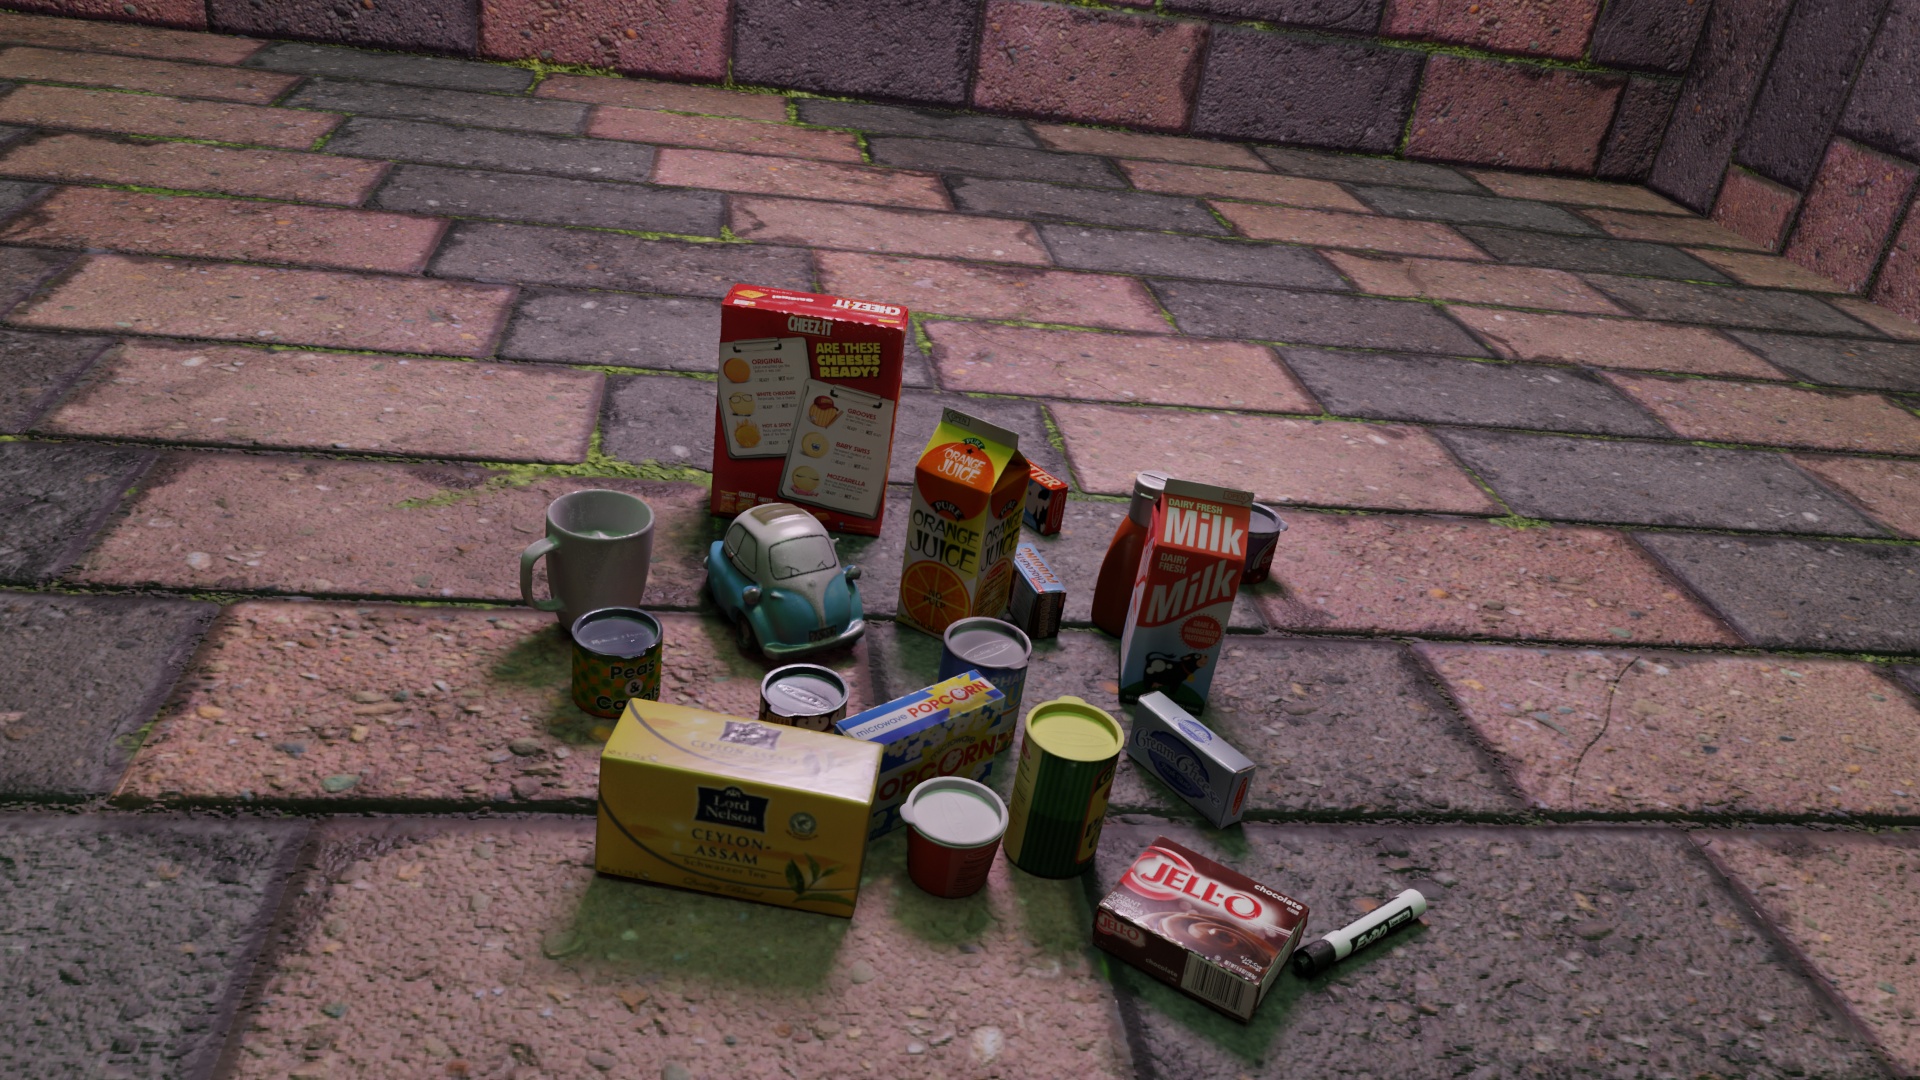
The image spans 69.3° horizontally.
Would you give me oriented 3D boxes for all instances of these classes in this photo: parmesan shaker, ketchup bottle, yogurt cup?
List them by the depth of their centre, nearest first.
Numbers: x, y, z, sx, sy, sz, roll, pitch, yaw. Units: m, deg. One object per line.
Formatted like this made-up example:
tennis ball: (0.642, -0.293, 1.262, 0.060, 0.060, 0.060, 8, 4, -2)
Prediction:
yogurt cup: (-0.005, 0.198, 0.919, 0.072, 0.053, 0.073, 7, 29, -4)
parmesan shaker: (0.069, 0.167, 0.943, 0.071, 0.102, 0.071, 7, 29, -4)
ketchup bottle: (0.155, 0.013, 1.197, 0.065, 0.148, 0.044, 22, 31, 23)

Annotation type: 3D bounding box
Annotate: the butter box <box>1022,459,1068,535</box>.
butter box: (0.062, -0.052, 1.387, 0.024, 0.052, 0.104, -15, 37, -37)

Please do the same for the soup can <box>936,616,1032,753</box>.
soup can: (0.016, 0.112, 1.049, 0.071, 0.083, 0.072, 7, 29, -4)

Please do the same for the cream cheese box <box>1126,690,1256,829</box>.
cream cheese box: (0.169, 0.162, 1.033, 0.024, 0.053, 0.104, -14, 36, -35)

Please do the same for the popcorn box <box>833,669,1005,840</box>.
popcorn box: (-0.032, 0.150, 0.966, 0.127, 0.084, 0.038, -17, 37, -38)

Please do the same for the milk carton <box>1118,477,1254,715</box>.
milk carton: (0.179, 0.039, 1.115, 0.072, 0.189, 0.074, 10, 29, 2)

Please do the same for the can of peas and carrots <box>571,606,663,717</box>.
can of peas and carrots: (-0.255, 0.092, 1.036, 0.071, 0.058, 0.071, 7, 29, -4)

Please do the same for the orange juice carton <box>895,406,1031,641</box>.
orange juice carton: (0.004, -0.015, 1.160, 0.072, 0.191, 0.073, 22, 31, 23)

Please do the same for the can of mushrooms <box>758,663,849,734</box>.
can of mushrooms: (-0.119, 0.125, 1.040, 0.071, 0.033, 0.071, 7, 29, -4)

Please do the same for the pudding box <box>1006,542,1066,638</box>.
pudding box: (0.061, 0.043, 1.220, 0.030, 0.049, 0.084, -3, 31, -21)

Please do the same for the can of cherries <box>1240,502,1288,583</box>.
can of cherries: (0.275, 0.002, 1.343, 0.071, 0.058, 0.072, 7, 29, -4)
